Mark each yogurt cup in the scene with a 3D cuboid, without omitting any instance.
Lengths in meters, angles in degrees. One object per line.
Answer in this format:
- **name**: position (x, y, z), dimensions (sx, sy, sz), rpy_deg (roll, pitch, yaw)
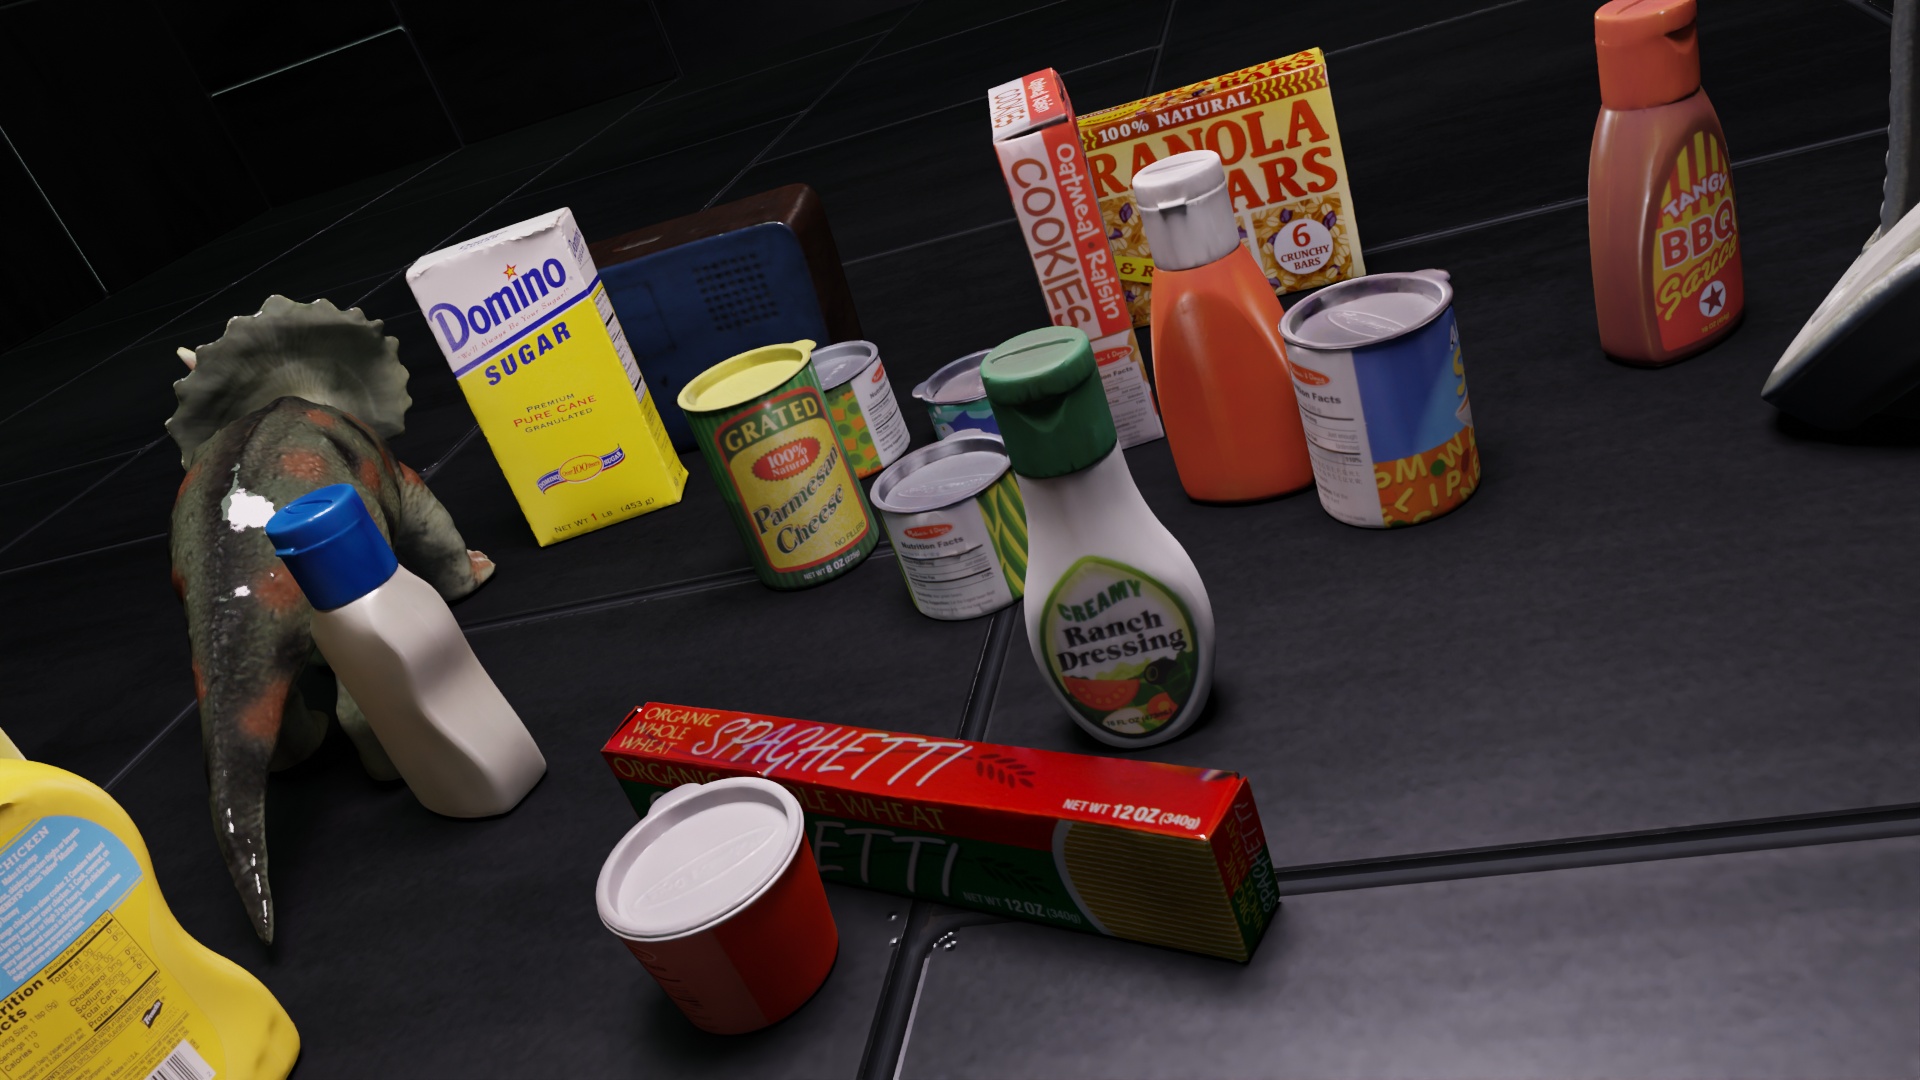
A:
- **yogurt cup**: position (-0.073, 0.117, 0.440), dimensions (0.072, 0.053, 0.073), rpy_deg (-16, 27, 9)

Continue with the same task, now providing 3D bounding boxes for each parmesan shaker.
- **parmesan shaker**: position (-0.084, -0.036, 0.676), dimensions (0.071, 0.102, 0.071), rpy_deg (-16, 27, 9)

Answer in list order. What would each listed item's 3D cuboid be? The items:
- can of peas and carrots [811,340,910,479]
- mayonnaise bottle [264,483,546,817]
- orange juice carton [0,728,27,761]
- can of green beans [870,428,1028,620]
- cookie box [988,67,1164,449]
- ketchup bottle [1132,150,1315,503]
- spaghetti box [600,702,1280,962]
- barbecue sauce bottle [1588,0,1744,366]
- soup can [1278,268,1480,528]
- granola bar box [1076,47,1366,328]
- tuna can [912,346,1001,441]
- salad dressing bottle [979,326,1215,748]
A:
- **can of peas and carrots**: position (-0.070, -0.071, 0.778), dimensions (0.071, 0.058, 0.071), rpy_deg (-16, 27, 9)
- **mayonnaise bottle**: position (-0.229, 0.048, 0.572), dimensions (0.064, 0.147, 0.041), rpy_deg (-3, 32, 31)
- **orange juice carton**: position (-0.371, 0.116, 0.495), dimensions (0.073, 0.192, 0.072), rpy_deg (-6, 30, 27)
- **can of green beans**: position (0.001, -0.006, 0.613), dimensions (0.071, 0.057, 0.071), rpy_deg (-16, 27, 9)
- **cookie box**: position (0.058, -0.144, 0.707), dimensions (0.040, 0.166, 0.123), rpy_deg (-17, 27, 8)
- **ketchup bottle**: position (0.109, -0.088, 0.590), dimensions (0.064, 0.148, 0.044), rpy_deg (-7, 30, 25)
- **spaghetti box**: position (-0.020, 0.090, 0.459), dimensions (0.250, 0.050, 0.029), rpy_deg (1, 34, 35)
- **barbecue sauce bottle**: position (0.292, -0.151, 0.581), dimensions (0.065, 0.148, 0.044), rpy_deg (-29, 28, -16)
- **soup can**: position (0.173, -0.058, 0.562), dimensions (0.071, 0.083, 0.072), rpy_deg (-16, 27, 9)
- **granola bar box**: position (0.136, -0.195, 0.794), dimensions (0.165, 0.123, 0.039), rpy_deg (-11, 28, 19)
- **tuna can**: position (0.012, -0.077, 0.762), dimensions (0.071, 0.032, 0.071), rpy_deg (-16, 27, 9)
- **salad dressing bottle**: position (0.045, 0.001, 0.471), dimensions (0.064, 0.147, 0.044), rpy_deg (-14, 28, 13)
